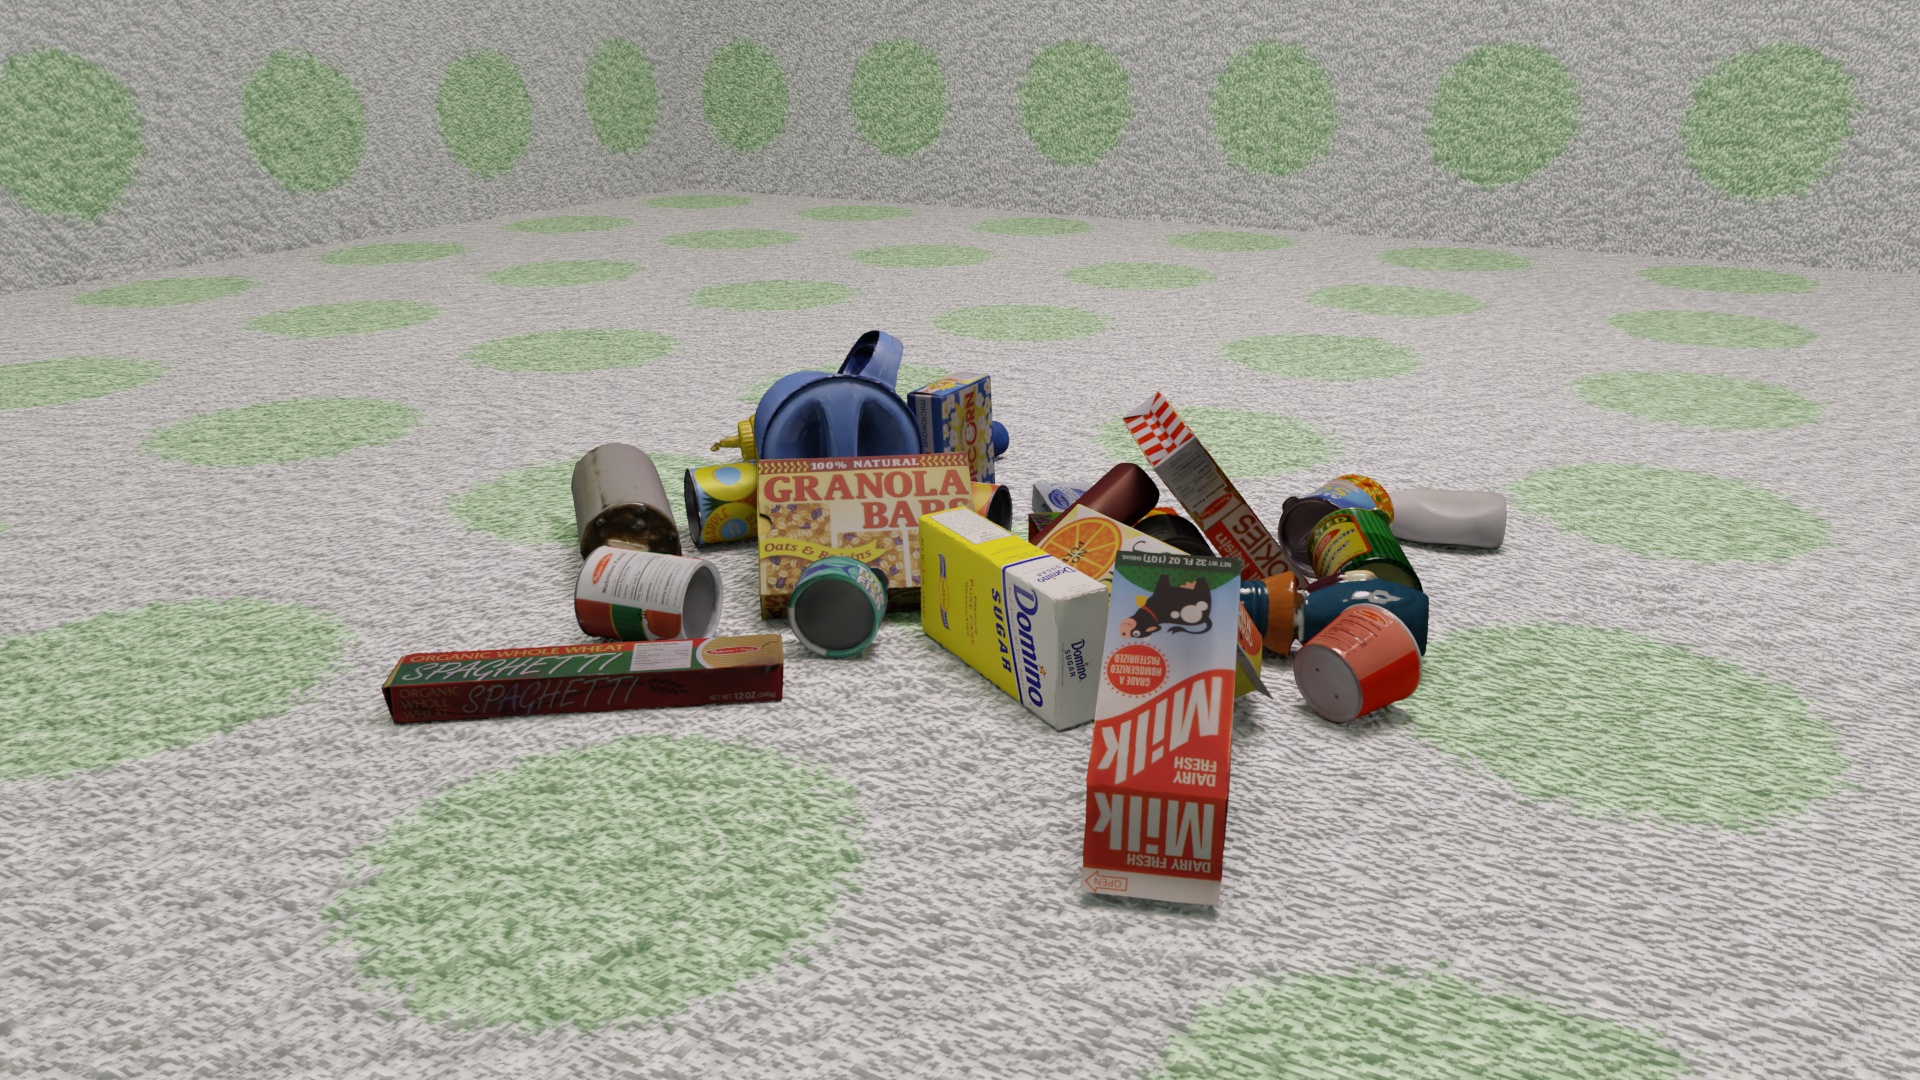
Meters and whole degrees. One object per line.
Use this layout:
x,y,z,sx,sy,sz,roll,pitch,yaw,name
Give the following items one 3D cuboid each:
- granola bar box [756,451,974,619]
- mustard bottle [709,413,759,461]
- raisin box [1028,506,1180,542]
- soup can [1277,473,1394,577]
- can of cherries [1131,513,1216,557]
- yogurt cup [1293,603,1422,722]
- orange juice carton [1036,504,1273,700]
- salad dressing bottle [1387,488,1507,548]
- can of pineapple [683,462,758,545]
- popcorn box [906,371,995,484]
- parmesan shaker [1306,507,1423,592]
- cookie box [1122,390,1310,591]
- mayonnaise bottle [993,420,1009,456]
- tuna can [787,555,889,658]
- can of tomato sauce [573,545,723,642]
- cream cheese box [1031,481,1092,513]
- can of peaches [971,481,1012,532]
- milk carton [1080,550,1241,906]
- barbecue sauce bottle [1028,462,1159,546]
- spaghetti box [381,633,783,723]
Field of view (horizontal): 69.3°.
-0.071,-0.006,1.056,0.166,0.038,0.125,-3,57,-6,granola bar box
-0.170,-0.108,1.385,0.160,0.065,0.049,-9,26,-13,mustard bottle
0.122,0.005,1.116,0.123,0.040,0.086,-3,20,-9,raisin box
0.303,-0.016,1.125,0.071,0.071,0.084,14,24,34,soup can
0.158,0.021,1.041,0.071,0.071,0.058,-1,20,-3,can of cherries
0.250,0.080,0.883,0.054,0.072,0.072,-23,30,-31,yogurt cup
0.126,0.049,0.919,0.073,0.071,0.193,-45,36,-12,orange juice carton
0.383,-0.021,1.180,0.148,0.043,0.064,4,23,14,salad dressing bottle
-0.199,-0.030,1.175,0.058,0.070,0.071,-7,22,-19,can of pineapple
-0.006,-0.077,1.211,0.038,0.126,0.085,7,21,28,popcorn box
0.299,0.021,1.024,0.071,0.071,0.103,1,20,4,parmesan shaker
0.192,-0.022,1.028,0.040,0.167,0.123,-38,19,10,cookie box
-0.011,-0.085,1.356,0.065,0.041,0.149,18,26,37,mayonnaise bottle
-0.084,0.046,0.968,0.071,0.070,0.033,2,22,5,tuna can
-0.219,0.042,0.986,0.083,0.071,0.071,7,21,17,can of tomato sauce
0.099,-0.025,1.216,0.053,0.024,0.104,-3,21,-10,cream cheese box
0.004,-0.014,1.131,0.058,0.071,0.071,8,22,20,can of peaches
0.110,0.103,0.747,0.072,0.073,0.191,3,53,11,milk carton
0.080,0.003,1.030,0.149,0.043,0.064,-40,-1,-17,barbecue sauce bottle
-0.241,0.089,0.909,0.250,0.028,0.050,-3,21,-7,spaghetti box
